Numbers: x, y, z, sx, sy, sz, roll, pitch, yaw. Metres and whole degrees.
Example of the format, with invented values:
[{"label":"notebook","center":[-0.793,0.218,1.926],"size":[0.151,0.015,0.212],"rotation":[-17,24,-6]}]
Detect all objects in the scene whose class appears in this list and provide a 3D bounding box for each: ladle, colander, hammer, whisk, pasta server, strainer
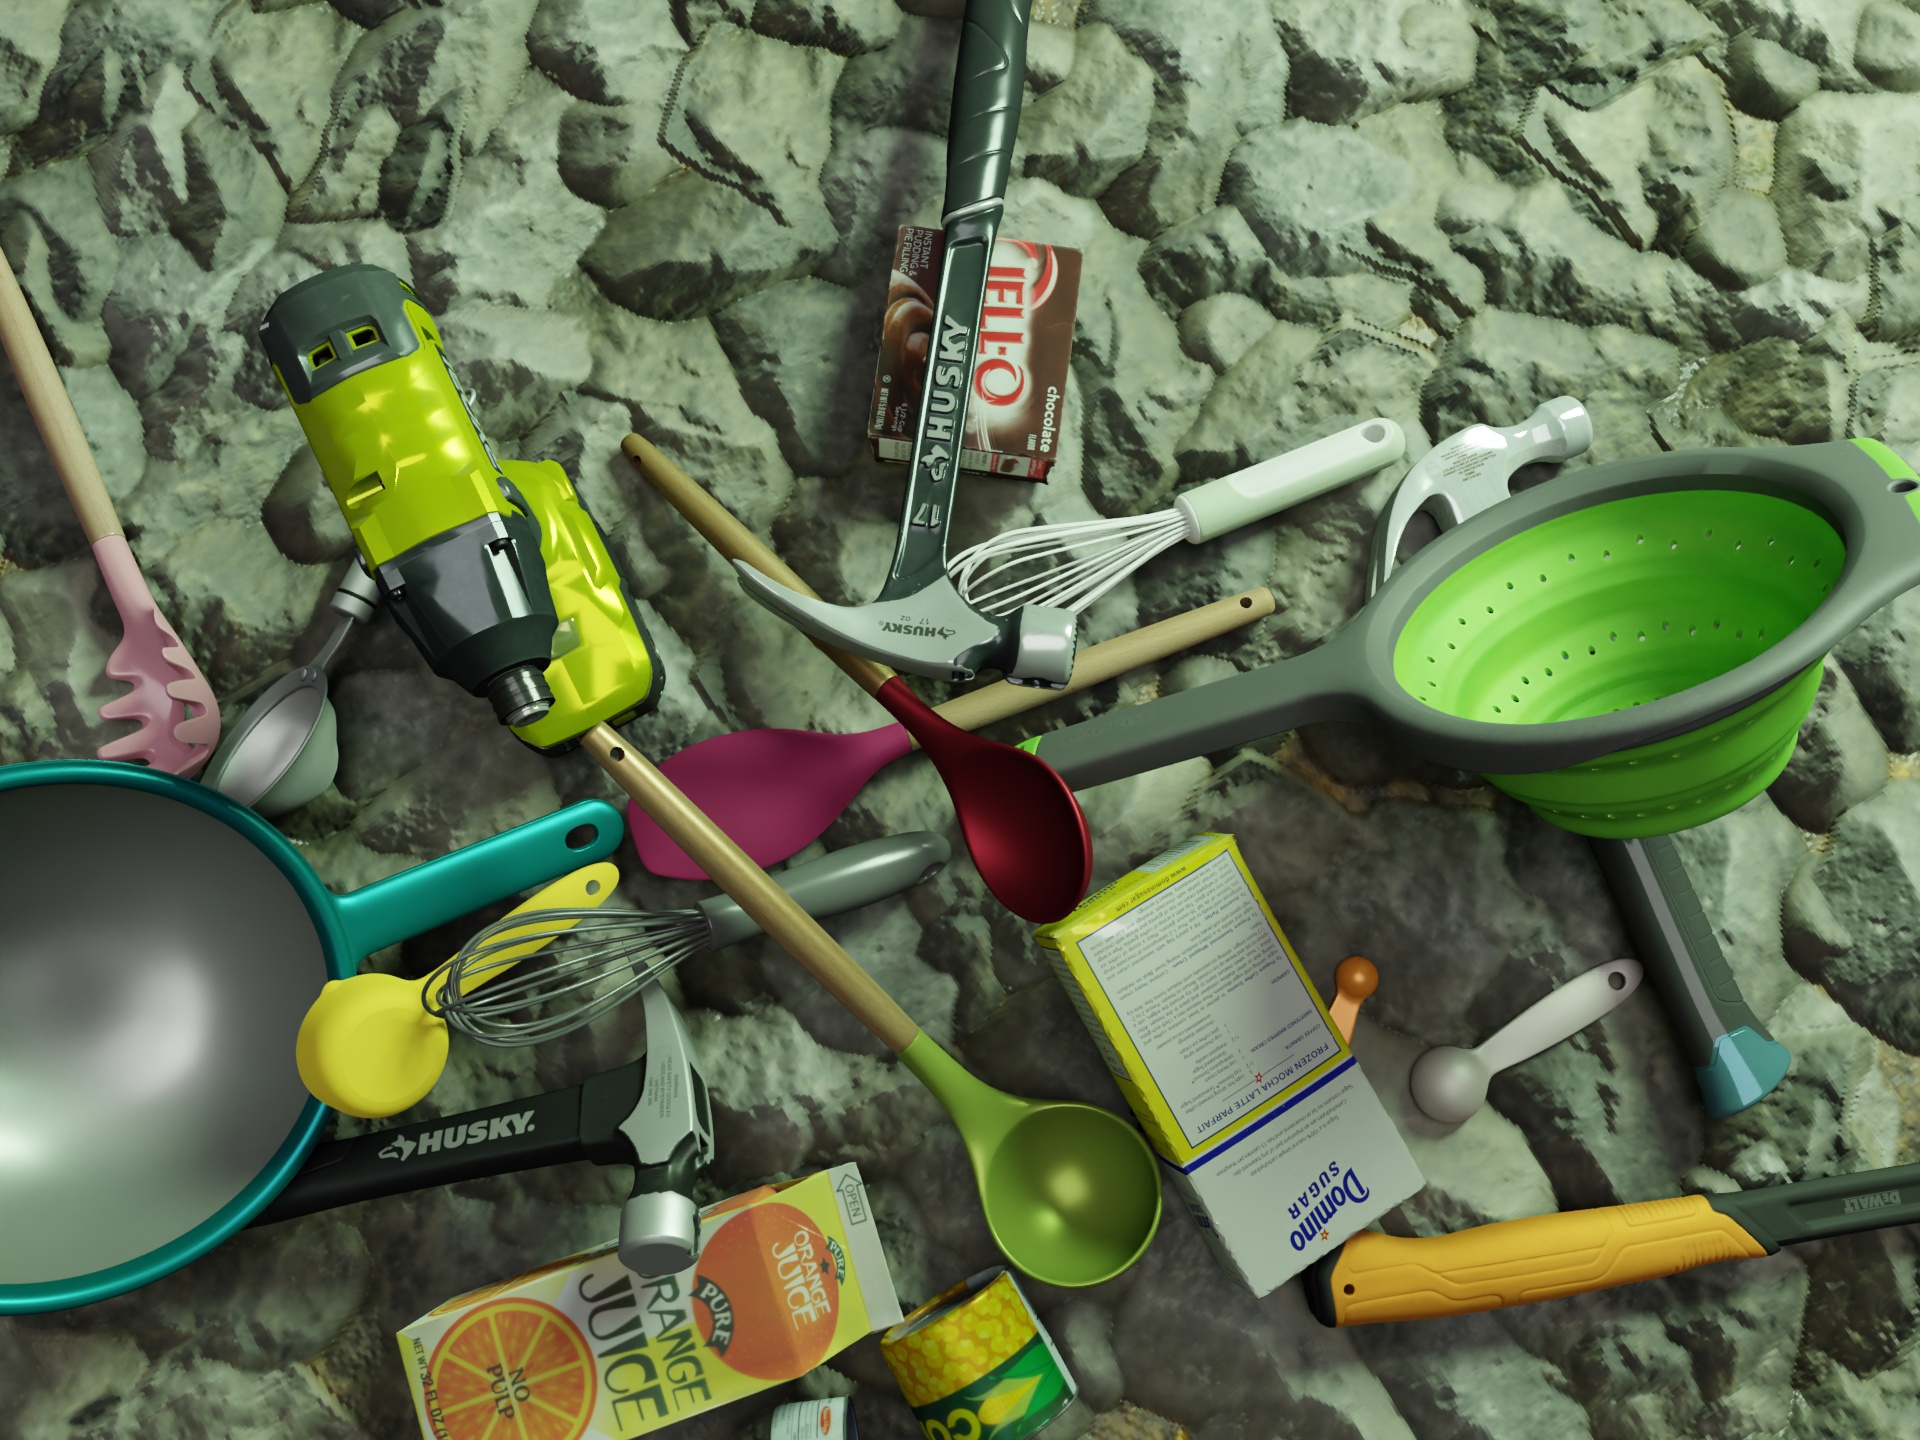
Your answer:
[{"label":"ladle","center":[-0.052,-0.030,0.719],"size":[0.315,0.031,0.069],"rotation":[44,125,17]},{"label":"colander","center":[0.198,0.004,0.675],"size":[0.397,0.205,0.094],"rotation":[-18,118,22]},{"label":"hammer","center":[-0.269,0.189,0.677],"size":[0.335,0.035,0.146],"rotation":[-13,45,5]},{"label":"hammer","center":[-0.002,-0.215,0.733],"size":[0.149,0.036,0.409],"rotation":[7,73,1]},{"label":"ladle","center":[-0.036,0.116,0.660],"size":[0.320,0.062,0.078],"rotation":[46,71,-11]},{"label":"whisk","center":[-0.109,0.085,0.681],"size":[0.239,0.055,0.055],"rotation":[-16,80,-26]},{"label":"hammer","center":[0.319,0.233,0.698],"size":[0.337,0.034,0.127],"rotation":[-8,79,-2]},{"label":"pasta server","center":[-0.416,-0.107,0.745],"size":[0.060,0.040,0.316],"rotation":[-32,79,27]},{"label":"strainer","center":[-0.311,0.097,0.669],"size":[0.340,0.095,0.211],"rotation":[-22,106,-33]},{"label":"hammer","center":[0.291,0.017,0.732],"size":[0.128,0.033,0.331],"rotation":[-21,80,-4]},{"label":"strainer","center":[-0.282,-0.044,0.735],"size":[0.050,0.087,0.258],"rotation":[35,71,-40]},{"label":"whisk","center":[0.099,-0.092,0.747],"size":[0.246,0.059,0.058],"rotation":[-22,54,-9]}]

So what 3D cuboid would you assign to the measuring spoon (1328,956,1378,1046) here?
[{"label":"measuring spoon","center":[0.163,0.162,0.719],"size":[0.021,0.011,0.117],"rotation":[23,81,3]}]

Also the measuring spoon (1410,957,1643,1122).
[{"label":"measuring spoon","center":[0.260,0.142,0.720],"size":[0.124,0.018,0.034],"rotation":[-30,82,-7]}]

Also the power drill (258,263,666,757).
[{"label":"power drill","center":[-0.189,-0.061,0.645],"size":[0.080,0.223,0.171],"rotation":[-27,82,-5]}]

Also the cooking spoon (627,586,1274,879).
[{"label":"cooking spoon","center":[-0.001,-0.002,0.740],"size":[0.319,0.017,0.069],"rotation":[-21,70,-6]}]

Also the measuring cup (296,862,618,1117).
[{"label":"measuring cup","center":[-0.203,0.108,0.672],"size":[0.156,0.029,0.062],"rotation":[-37,115,-30]}]
